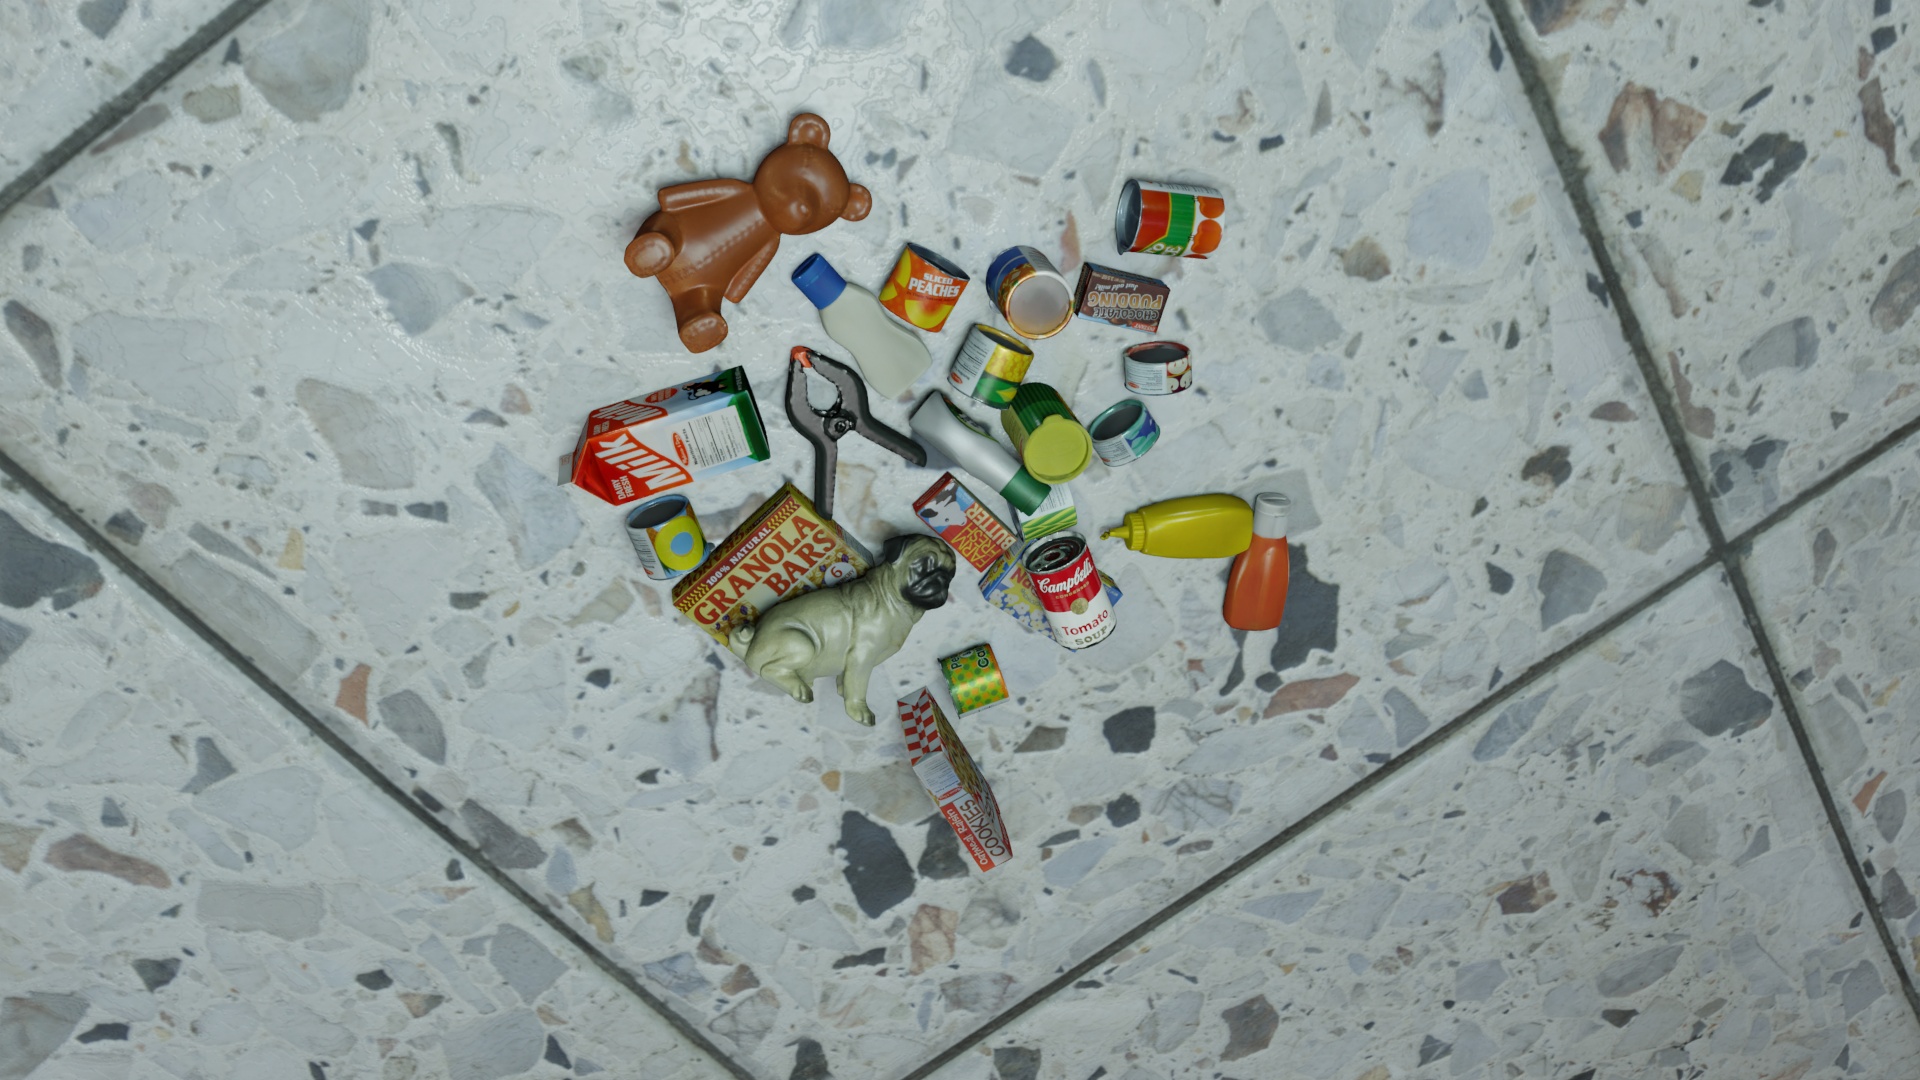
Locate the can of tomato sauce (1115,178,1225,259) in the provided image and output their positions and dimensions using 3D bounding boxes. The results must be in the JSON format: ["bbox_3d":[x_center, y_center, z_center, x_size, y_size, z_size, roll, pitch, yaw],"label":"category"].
[{"bbox_3d":[0.193,-0.295,1.286,0.083,0.071,0.071,2,116,-14],"label":"can of tomato sauce"}]

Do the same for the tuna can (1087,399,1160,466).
[{"bbox_3d":[0.162,-0.108,1.374,0.071,0.071,0.032,-34,117,6],"label":"tuna can"}]

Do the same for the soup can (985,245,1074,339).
[{"bbox_3d":[0.062,-0.226,1.282,0.071,0.084,0.071,-5,118,-9],"label":"soup can"}]

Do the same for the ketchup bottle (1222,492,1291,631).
[{"bbox_3d":[0.323,0.024,1.485,0.065,0.044,0.148,-1,116,-13],"label":"ketchup bottle"}]

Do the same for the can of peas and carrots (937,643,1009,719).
[{"bbox_3d":[0.014,0.146,1.467,0.059,0.071,0.070,-20,119,-3],"label":"can of peas and carrots"}]

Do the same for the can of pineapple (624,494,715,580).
[{"bbox_3d":[-0.279,-0.004,1.330,0.071,0.071,0.057,-19,118,-2],"label":"can of pineapple"}]

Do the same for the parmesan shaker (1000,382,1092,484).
[{"bbox_3d":[0.081,-0.107,1.334,0.071,0.103,0.071,-5,118,-10],"label":"parmesan shaker"}]

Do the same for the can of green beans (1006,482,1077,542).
[{"bbox_3d":[0.080,-0.038,1.389,0.058,0.071,0.071,-18,119,-3],"label":"can of green beans"}]

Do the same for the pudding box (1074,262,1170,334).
[{"bbox_3d":[0.153,-0.231,1.329,0.084,0.030,0.049,10,114,-17],"label":"pudding box"}]

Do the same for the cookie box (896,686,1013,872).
[{"bbox_3d":[-0.005,0.255,1.484,0.040,0.123,0.167,-28,118,4],"label":"cookie box"}]

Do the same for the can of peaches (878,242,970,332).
[{"bbox_3d":[-0.033,-0.229,1.267,0.071,0.071,0.058,24,110,-22],"label":"can of peaches"}]

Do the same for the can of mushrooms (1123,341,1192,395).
[{"bbox_3d":[0.193,-0.168,1.351,0.071,0.071,0.033,-10,117,-7],"label":"can of mushrooms"}]

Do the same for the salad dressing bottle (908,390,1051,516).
[{"bbox_3d":[0.020,-0.082,1.335,0.147,0.064,0.044,39,96,-1],"label":"salad dressing bottle"}]

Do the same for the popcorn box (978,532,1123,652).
[{"bbox_3d":[0.094,0.051,1.452,0.126,0.038,0.085,31,105,-24],"label":"popcorn box"}]

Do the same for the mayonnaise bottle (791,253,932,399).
[{"bbox_3d":[-0.094,-0.201,1.286,0.064,0.041,0.148,-41,116,8],"label":"mayonnaise bottle"}]

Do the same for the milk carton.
[{"bbox_3d":[-0.279,-0.092,1.282,0.191,0.072,0.073,-18,118,-4],"label":"milk carton"}]

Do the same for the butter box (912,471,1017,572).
[{"bbox_3d":[0.005,-0.018,1.407,0.053,0.024,0.103,-43,117,9],"label":"butter box"}]

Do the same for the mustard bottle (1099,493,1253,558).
[{"bbox_3d":[0.221,-0.013,1.442,0.160,0.049,0.065,-3,117,-10],"label":"mustard bottle"}]

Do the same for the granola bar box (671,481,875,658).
[{"bbox_3d":[-0.186,0.040,1.386,0.165,0.039,0.124,-42,117,10],"label":"granola bar box"}]

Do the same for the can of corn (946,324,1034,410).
[{"bbox_3d":[0.031,-0.164,1.317,0.071,0.071,0.058,20,110,-20],"label":"can of corn"}]
